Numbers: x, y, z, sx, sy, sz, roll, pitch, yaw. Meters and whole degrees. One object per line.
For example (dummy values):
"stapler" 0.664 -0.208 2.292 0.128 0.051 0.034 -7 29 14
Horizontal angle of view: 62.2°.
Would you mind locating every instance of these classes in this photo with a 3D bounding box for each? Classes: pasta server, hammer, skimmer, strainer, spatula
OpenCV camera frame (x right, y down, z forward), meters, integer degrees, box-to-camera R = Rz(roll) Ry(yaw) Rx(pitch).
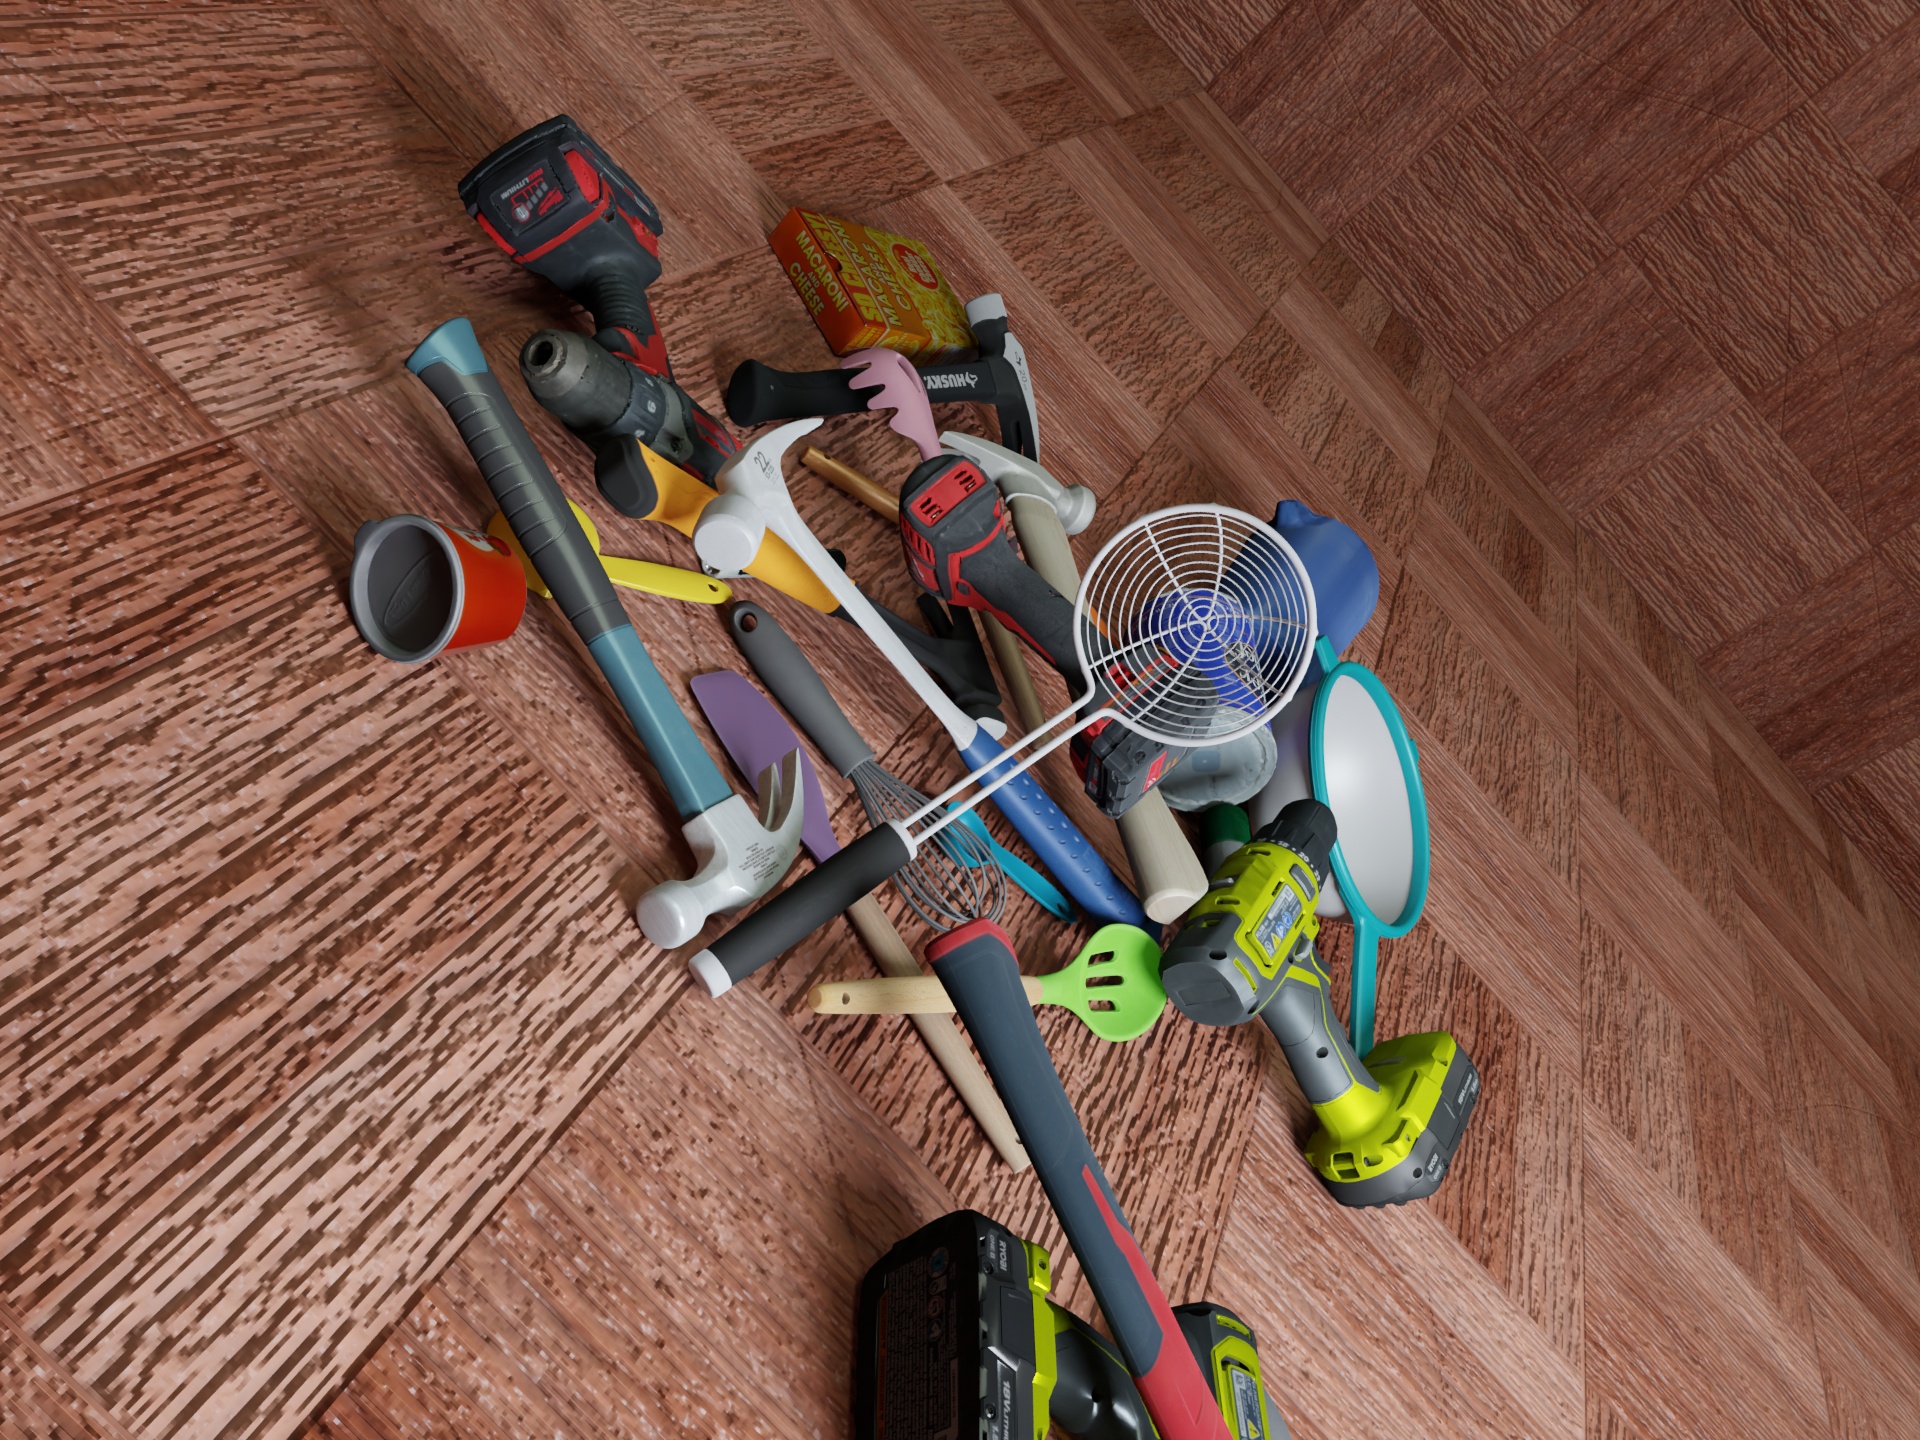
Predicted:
"pasta server" -0.006 -0.123 1.072 0.060 0.040 0.316 9 57 -62
"hammer" -0.085 -0.087 0.935 0.336 0.034 0.127 29 36 -51
"hammer" 0.076 -0.042 1.078 0.146 0.038 0.411 18 40 -34
"skimmer" 0.023 0.018 0.789 0.363 0.090 0.127 -34 83 -23
"strainer" 0.269 0.122 1.192 0.210 0.095 0.341 39 51 -43
"spatula" -0.051 0.102 0.855 0.316 0.018 0.059 57 31 12
"hammer" -0.001 -0.003 0.927 0.405 0.035 0.144 50 30 -26
"hammer" 0.073 0.266 0.673 0.143 0.038 0.386 -6 66 -58
"spatula" 0.016 -0.106 1.159 0.322 0.041 0.081 30 37 -24
"hammer" -0.049 -0.242 1.182 0.334 0.035 0.146 -20 94 -52
"hammer" -0.183 -0.054 0.793 0.128 0.033 0.331 -27 86 -54

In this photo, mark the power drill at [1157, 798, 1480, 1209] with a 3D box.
"power drill" 0.237 0.177 1.026 0.228 0.080 0.190 55 46 -11

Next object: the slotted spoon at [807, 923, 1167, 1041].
"slotted spoon" 0.024 0.145 0.866 0.313 0.031 0.070 10 78 -53

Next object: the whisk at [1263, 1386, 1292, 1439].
"whisk" 0.187 0.453 0.759 0.070 0.070 0.285 18 39 -42

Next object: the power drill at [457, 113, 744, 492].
"power drill" -0.209 -0.231 0.905 0.227 0.080 0.187 66 13 20

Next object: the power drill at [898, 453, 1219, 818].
"power drill" 0.048 -0.052 0.957 0.220 0.078 0.143 47 -10 14

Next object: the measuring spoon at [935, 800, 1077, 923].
"measuring spoon" 0.026 0.094 0.970 0.128 0.021 0.042 41 30 -33

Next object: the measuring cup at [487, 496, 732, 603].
"measuring cup" -0.183 -0.090 0.875 0.156 0.029 0.062 10 49 -44

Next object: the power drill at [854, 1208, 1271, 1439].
"power drill" 0.061 0.325 0.709 0.223 0.080 0.171 35 34 -29

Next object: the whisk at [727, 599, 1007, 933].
"whisk" -0.057 0.023 0.906 0.239 0.055 0.055 51 31 8
